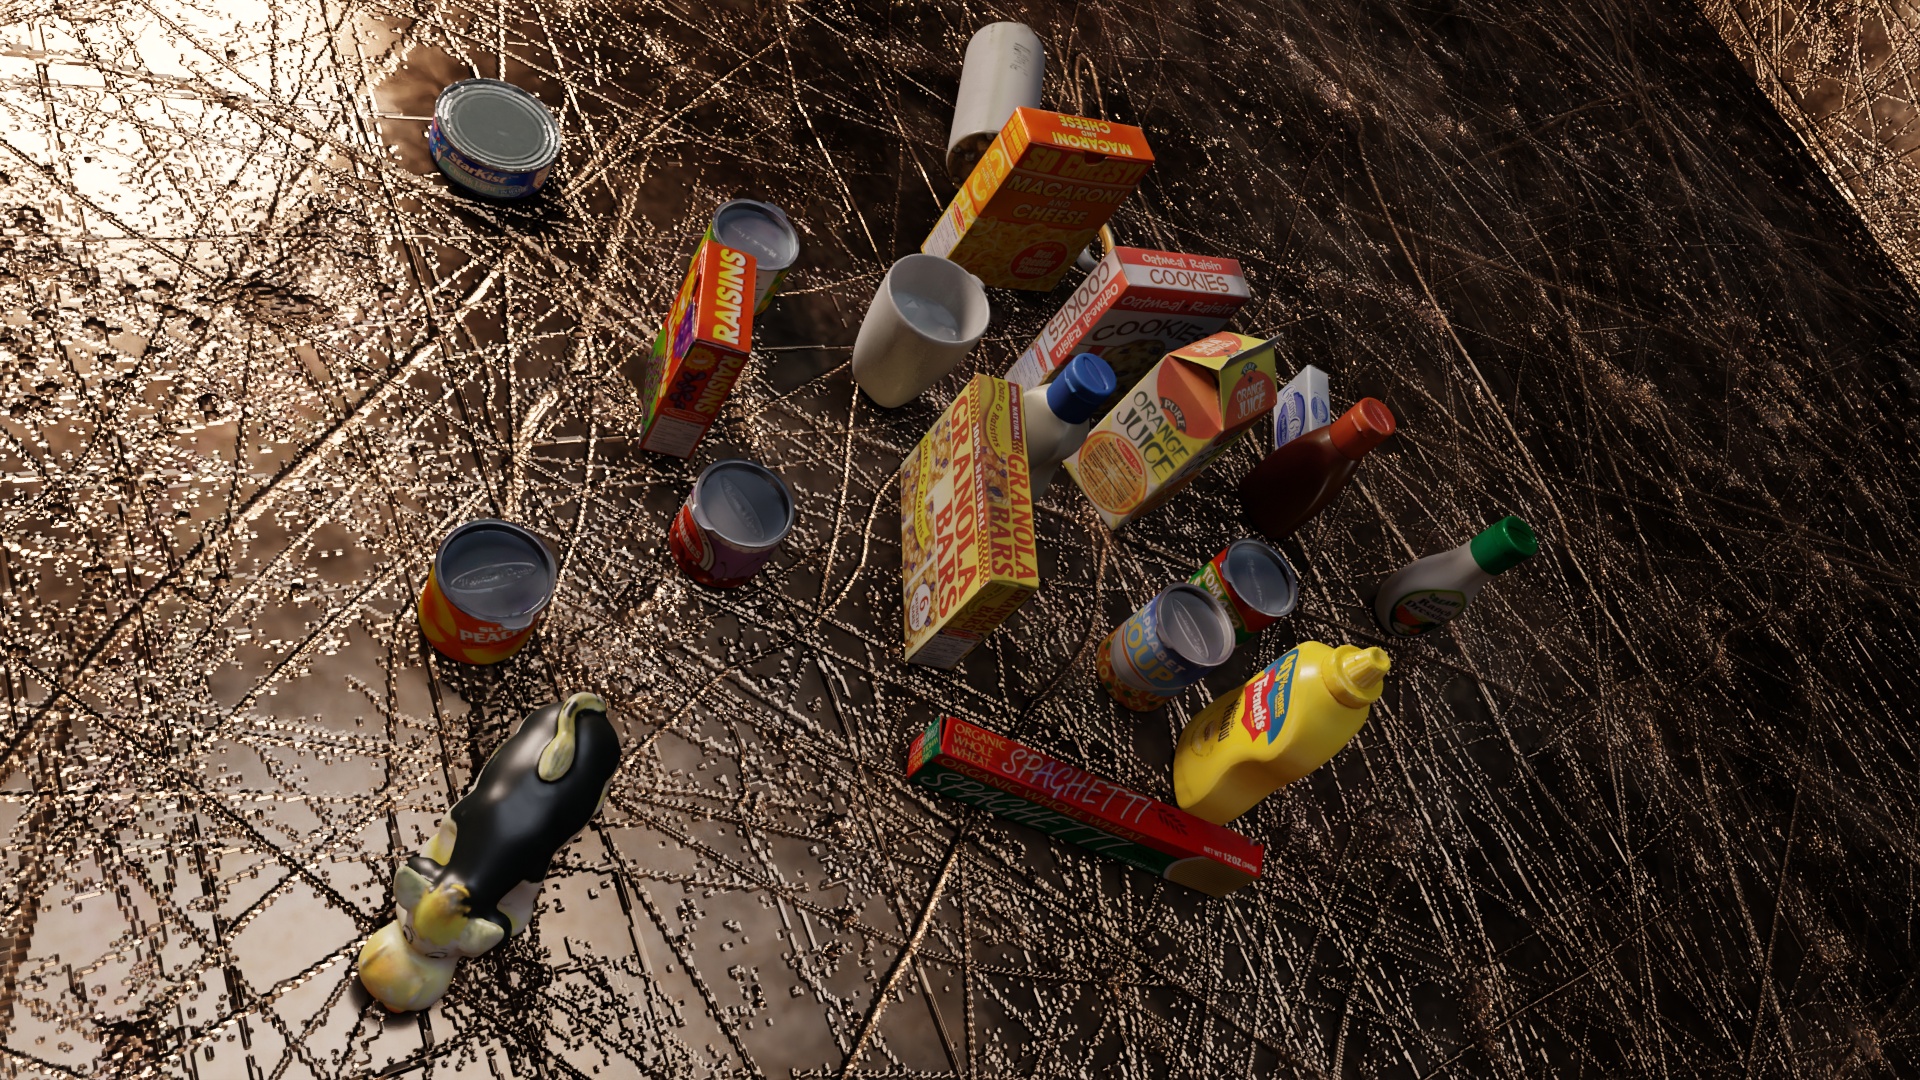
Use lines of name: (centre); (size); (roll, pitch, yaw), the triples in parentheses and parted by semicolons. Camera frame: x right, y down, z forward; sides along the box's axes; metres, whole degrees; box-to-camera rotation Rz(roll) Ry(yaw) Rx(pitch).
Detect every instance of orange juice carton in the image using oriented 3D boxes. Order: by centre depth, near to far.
orange juice carton: (0.167, -0.092, 1.057); (0.072, 0.191, 0.073); (-25, 75, -40)

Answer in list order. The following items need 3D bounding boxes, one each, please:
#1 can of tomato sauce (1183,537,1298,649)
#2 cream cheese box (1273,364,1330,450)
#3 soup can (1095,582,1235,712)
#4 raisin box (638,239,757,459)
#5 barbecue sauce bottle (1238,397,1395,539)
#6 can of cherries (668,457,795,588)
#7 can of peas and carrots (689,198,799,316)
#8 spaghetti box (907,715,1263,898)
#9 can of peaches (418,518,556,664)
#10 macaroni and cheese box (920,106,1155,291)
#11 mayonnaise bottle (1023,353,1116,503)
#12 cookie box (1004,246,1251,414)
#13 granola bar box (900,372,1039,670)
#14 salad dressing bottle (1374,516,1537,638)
can of tomato sauce: (0.204, 0.047, 1.060); (0.071, 0.082, 0.071); (16, 53, -23)
cream cheese box: (0.306, -0.103, 1.244); (0.024, 0.053, 0.104); (23, 51, -18)
soup can: (0.144, 0.079, 1.002); (0.071, 0.083, 0.072); (16, 53, -23)
raisin box: (-0.174, -0.123, 0.912); (0.040, 0.122, 0.086); (15, 53, -23)
barbecue sauce bottle: (0.294, -0.062, 1.145); (0.044, 0.147, 0.065); (-12, 68, -37)
can of cherries: (-0.150, -0.010, 0.895); (0.071, 0.058, 0.072); (16, 53, -23)
can of peas and carrots: (-0.159, -0.208, 1.022); (0.071, 0.058, 0.071); (16, 53, -23)
spaghetti box: (0.084, 0.179, 0.920); (0.250, 0.050, 0.029); (24, 51, -17)
can of peaches: (-0.270, 0.032, 0.793); (0.071, 0.057, 0.071); (16, 53, -23)
macaroni and cheese box: (0.061, -0.271, 1.128); (0.124, 0.165, 0.040); (-2, 62, -33)
mayonnaise bottle: (0.060, -0.079, 1.011); (0.041, 0.147, 0.065); (-20, 72, -39)
cookie box: (0.129, -0.162, 1.097); (0.123, 0.166, 0.040); (-2, 62, -33)
granola bar box: (0.003, -0.012, 0.947); (0.039, 0.123, 0.166); (14, 54, -24)
salad dressing bottle: (0.411, 0.030, 1.157); (0.064, 0.147, 0.044); (25, 50, -16)
